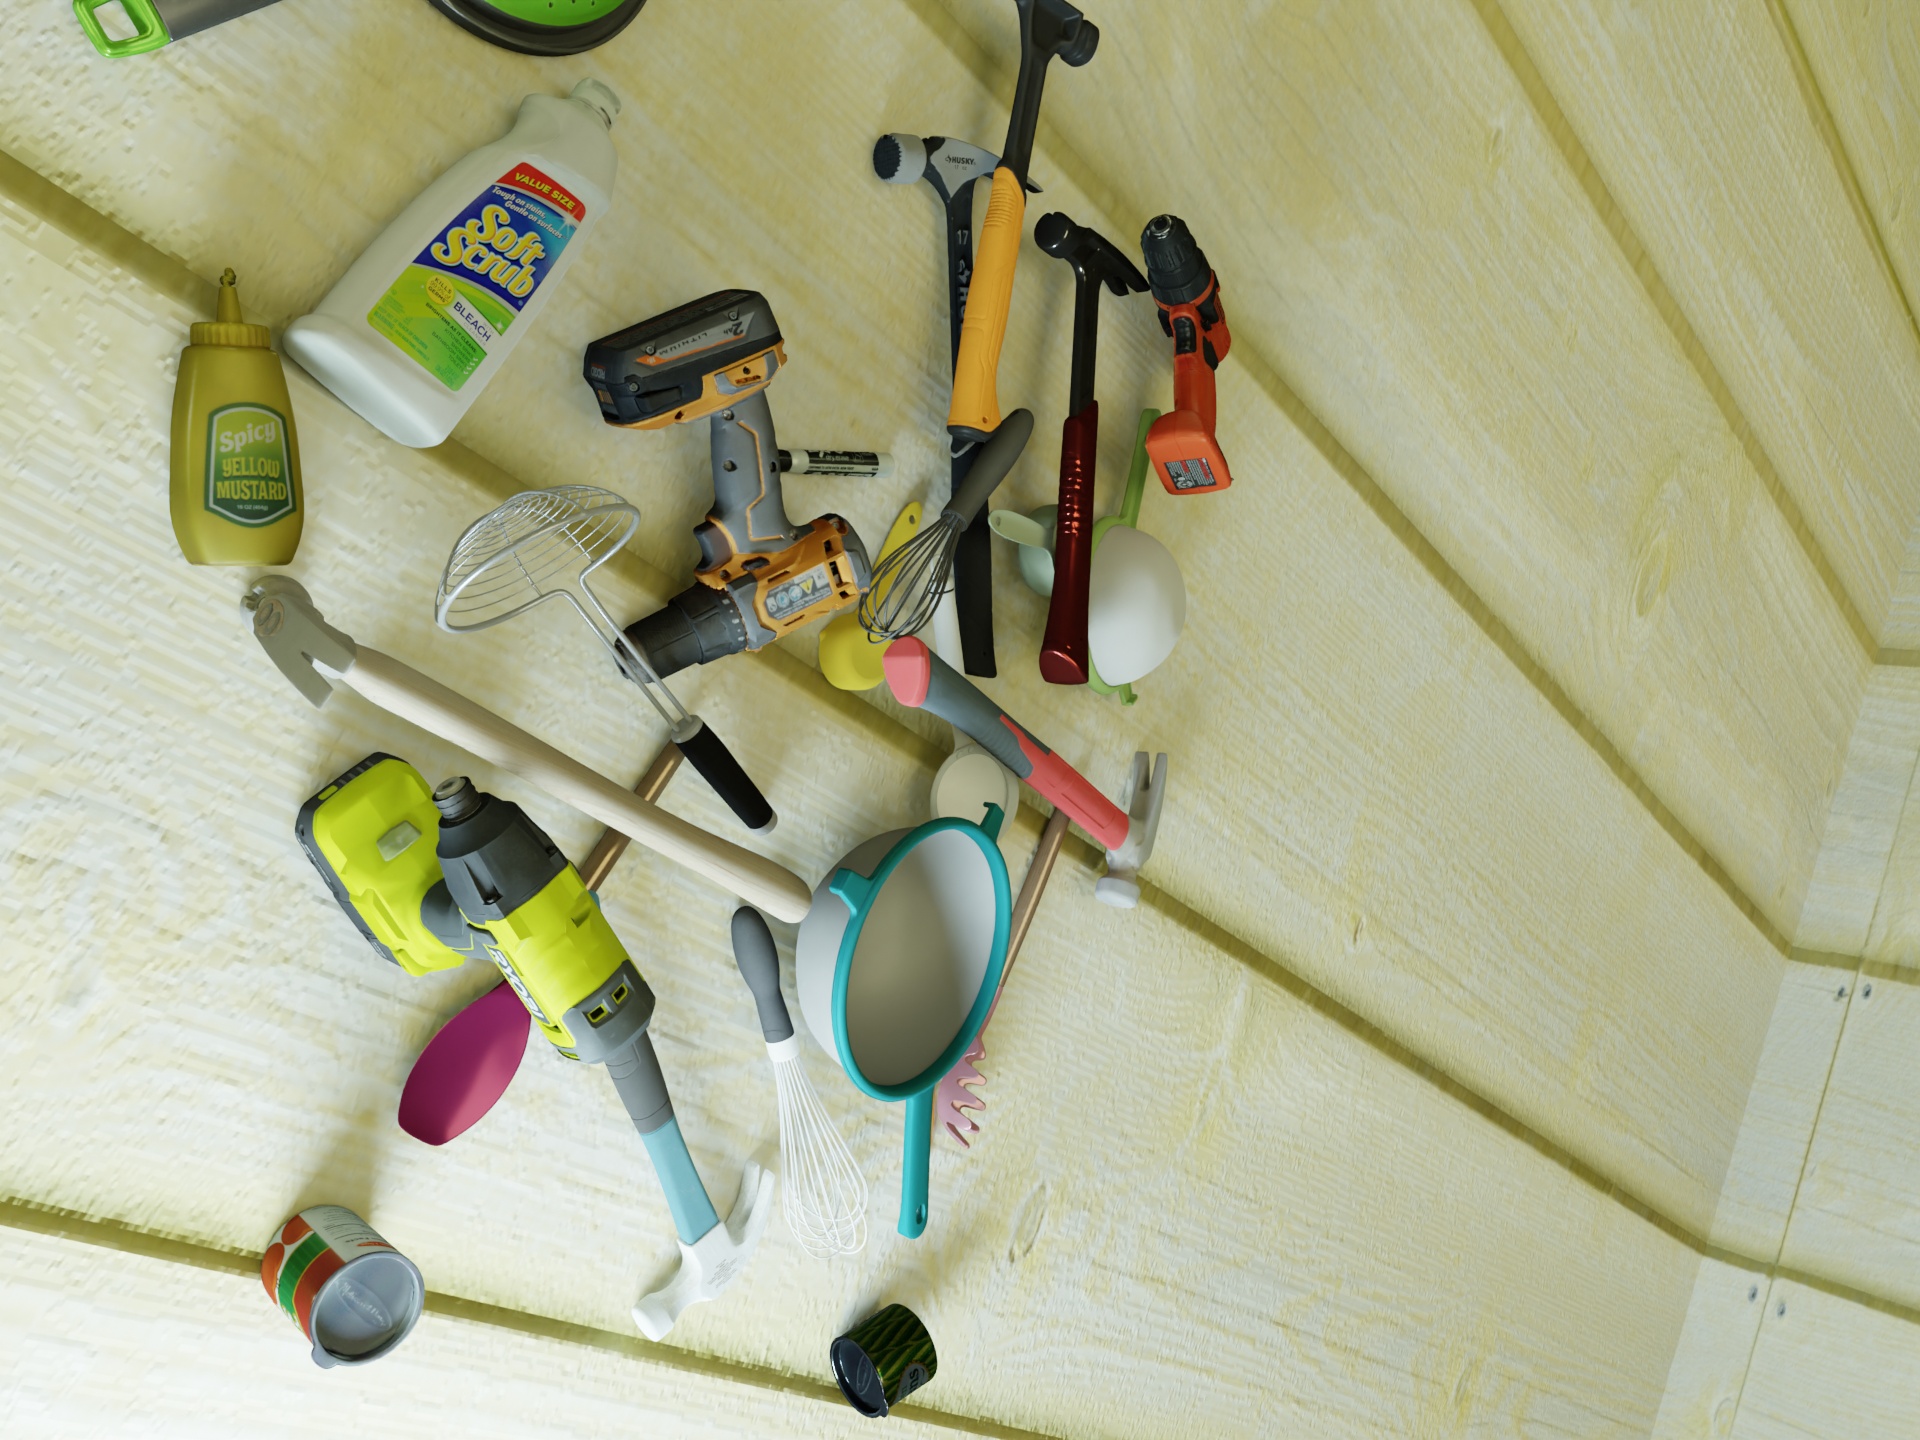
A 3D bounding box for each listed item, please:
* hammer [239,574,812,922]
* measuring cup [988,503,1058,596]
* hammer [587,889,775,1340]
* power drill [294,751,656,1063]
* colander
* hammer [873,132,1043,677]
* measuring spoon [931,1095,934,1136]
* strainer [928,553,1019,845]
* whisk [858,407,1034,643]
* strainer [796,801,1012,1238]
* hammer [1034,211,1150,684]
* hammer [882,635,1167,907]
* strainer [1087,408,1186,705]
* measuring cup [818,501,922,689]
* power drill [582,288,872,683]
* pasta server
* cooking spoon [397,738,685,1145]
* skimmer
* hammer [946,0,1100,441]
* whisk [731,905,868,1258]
[{"bbox_3d":[-0.235,0.041,0.970,0.410,0.146,0.038,35,87,-40],"label":"hammer"},{"bbox_3d":[0.052,-0.142,1.251,0.167,0.038,0.083,11,83,-58],"label":"measuring cup"},{"bbox_3d":[-0.213,0.264,1.086,0.128,0.033,0.330,-34,121,-35],"label":"hammer"},{"bbox_3d":[-0.276,0.091,0.885,0.080,0.223,0.171,-42,122,-30],"label":"power drill"},{"bbox_3d":[-0.290,-0.456,0.881,0.397,0.094,0.204,-41,121,-31],"label":"colander"},{"bbox_3d":[0.007,-0.234,1.226,0.149,0.036,0.409,-12,105,-42],"label":"hammer"},{"bbox_3d":[-0.031,0.307,1.288,0.021,0.011,0.117,-7,104,-49],"label":"measuring spoon"},{"bbox_3d":[-0.002,-0.004,1.234,0.087,0.050,0.258,-20,113,-34],"label":"strainer"},{"bbox_3d":[-0.005,-0.148,1.176,0.055,0.055,0.239,52,57,-34],"label":"whisk"},{"bbox_3d":[-0.059,0.227,1.195,0.211,0.095,0.340,-21,119,-52],"label":"strainer"},{"bbox_3d":[0.097,-0.205,1.252,0.149,0.037,0.359,16,75,-57],"label":"hammer"},{"bbox_3d":[0.062,0.019,1.256,0.385,0.038,0.143,39,60,-49],"label":"hammer"},{"bbox_3d":[0.161,-0.145,1.334,0.151,0.069,0.256,36,63,-59],"label":"strainer"},{"bbox_3d":[-0.056,-0.095,1.190,0.062,0.029,0.156,33,76,-40],"label":"measuring cup"},{"bbox_3d":[-0.171,-0.146,1.043,0.185,0.084,0.226,-29,119,-22],"label":"power drill"},{"bbox_3d":[0.046,0.197,1.321,0.060,0.040,0.316,67,43,-70],"label":"pasta server"},{"bbox_3d":[-0.262,0.132,1.044,0.068,0.017,0.319,48,65,-39],"label":"cooking spoon"},{"bbox_3d":[-0.192,-0.012,0.991,0.127,0.090,0.362,-33,137,-2],"label":"skimmer"},{"bbox_3d":[0.028,-0.375,1.176,0.127,0.034,0.337,10,90,-46],"label":"hammer"},{"bbox_3d":[-0.121,0.268,1.168,0.070,0.070,0.284,-24,107,-38],"label":"whisk"}]
